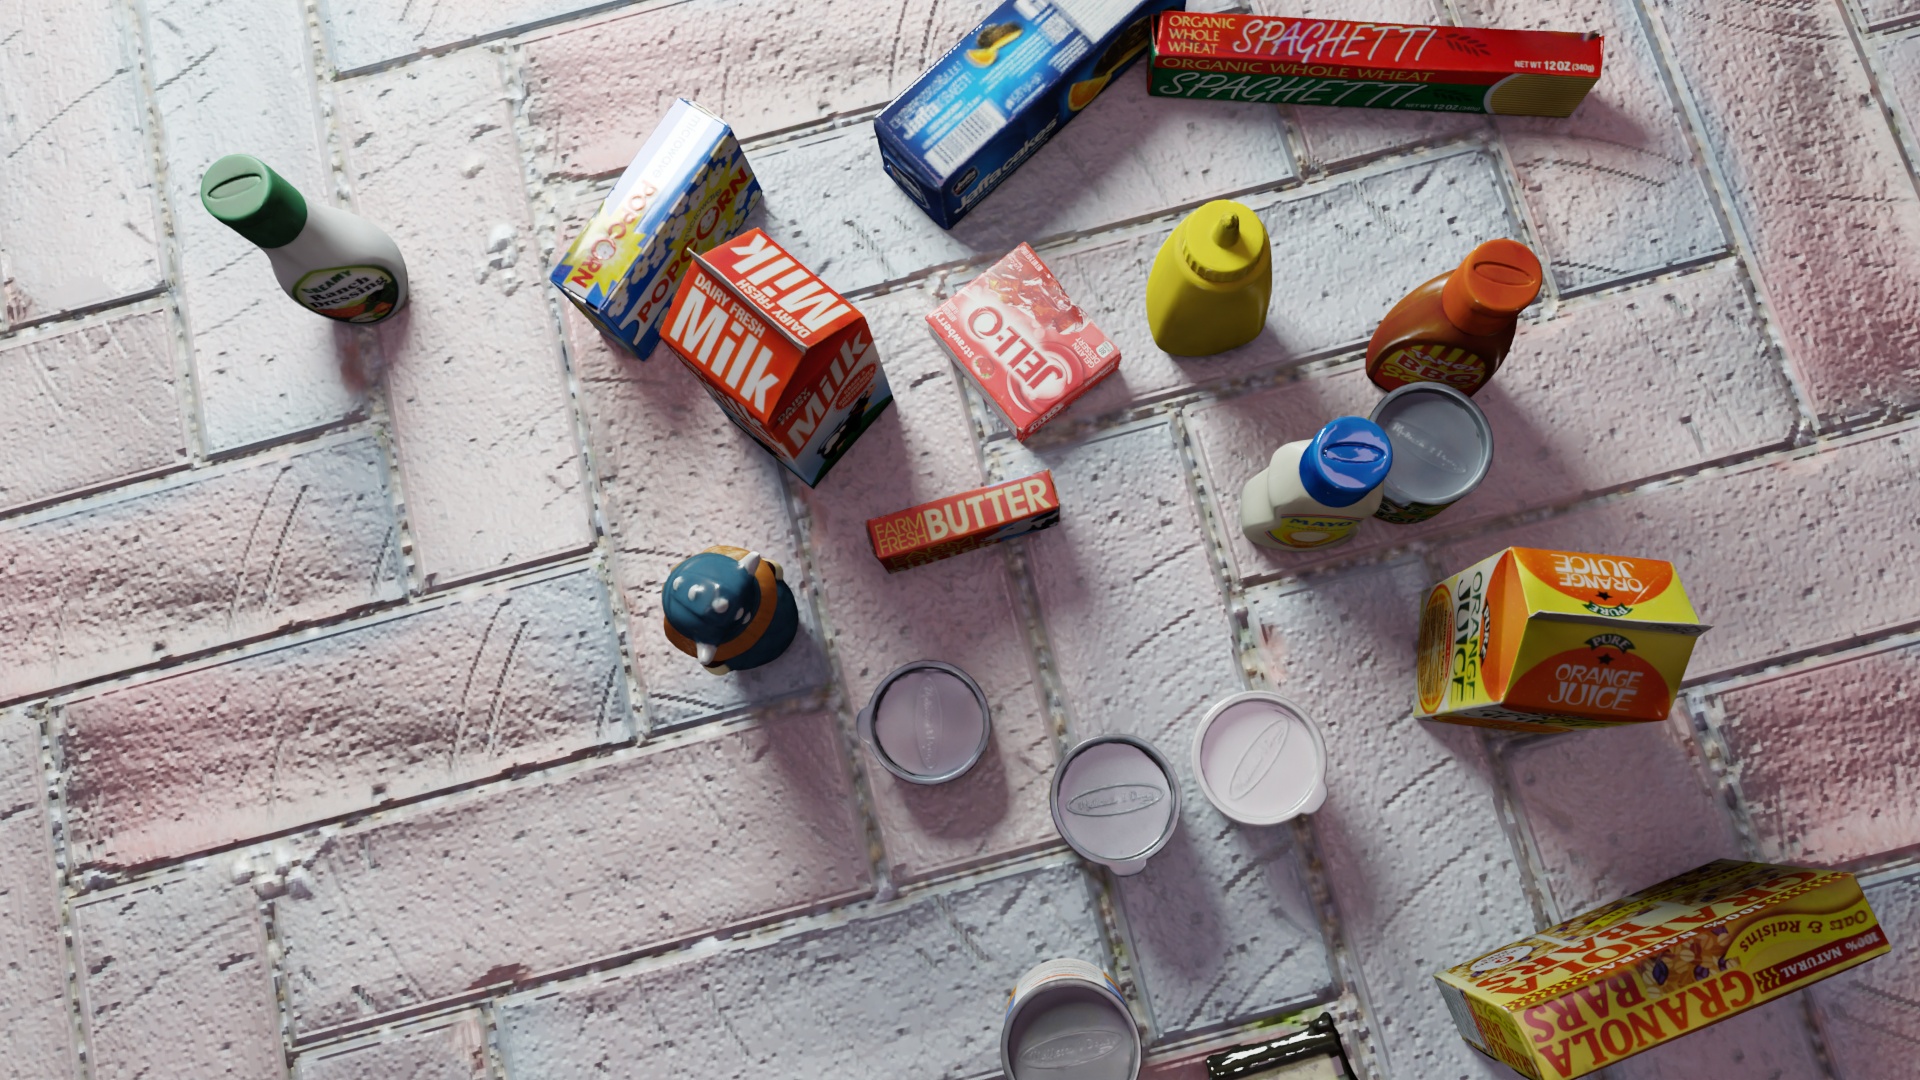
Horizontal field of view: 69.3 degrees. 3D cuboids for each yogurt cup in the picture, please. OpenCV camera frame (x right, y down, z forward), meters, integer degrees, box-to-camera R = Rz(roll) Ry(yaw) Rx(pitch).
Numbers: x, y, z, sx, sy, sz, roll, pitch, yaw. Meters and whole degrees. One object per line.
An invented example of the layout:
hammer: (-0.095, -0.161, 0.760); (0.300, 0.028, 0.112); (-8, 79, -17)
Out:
yogurt cup: (0.152, 0.114, 0.724); (0.072, 0.054, 0.072); (-1, 79, 3)

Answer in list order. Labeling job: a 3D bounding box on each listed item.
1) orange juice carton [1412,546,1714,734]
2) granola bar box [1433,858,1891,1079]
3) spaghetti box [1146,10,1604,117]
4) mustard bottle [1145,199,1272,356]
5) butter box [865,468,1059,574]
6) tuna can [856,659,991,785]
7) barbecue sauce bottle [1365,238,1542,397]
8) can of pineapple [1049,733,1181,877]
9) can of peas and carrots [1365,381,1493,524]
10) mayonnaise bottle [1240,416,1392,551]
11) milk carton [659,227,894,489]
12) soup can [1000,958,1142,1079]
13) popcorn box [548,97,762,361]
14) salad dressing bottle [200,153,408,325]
orange juice carton: (0.277, 0.049, 0.659); (0.072, 0.192, 0.073); (6, 80, 4)
granola bar box: (0.325, 0.202, 0.662); (0.166, 0.124, 0.039); (-21, 79, -1)
spaghetti box: (0.232, -0.272, 0.796); (0.250, 0.050, 0.029); (4, 80, 4)
mustard bottle: (0.132, -0.139, 0.720); (0.065, 0.160, 0.049); (-6, 79, 2)
butter box: (0.003, -0.009, 0.756); (0.103, 0.053, 0.024); (-16, 79, 0)
tuna can: (-0.019, 0.099, 0.747); (0.071, 0.033, 0.071); (-1, 79, 3)
barbecue sauce bottle: (0.255, -0.111, 0.713); (0.065, 0.148, 0.044); (16, 81, 6)
can of pineapple: (0.079, 0.136, 0.721); (0.071, 0.057, 0.071); (-1, 79, 3)
can of peas and carrots: (0.243, -0.043, 0.747); (0.071, 0.058, 0.071); (-1, 79, 3)
mayonnaise bottle: (0.182, -0.026, 0.701); (0.065, 0.148, 0.041); (3, 80, 4)
milk carton: (-0.091, -0.093, 0.707); (0.072, 0.190, 0.073); (40, 84, 9)
soup can: (0.054, 0.248, 0.688); (0.071, 0.083, 0.071); (-1, 79, 3)
popcorn box: (-0.168, -0.173, 0.780); (0.038, 0.085, 0.127); (32, 83, 8)
salad dressing bottle: (-0.355, -0.162, 0.756); (0.064, 0.147, 0.044); (-20, 79, -1)
